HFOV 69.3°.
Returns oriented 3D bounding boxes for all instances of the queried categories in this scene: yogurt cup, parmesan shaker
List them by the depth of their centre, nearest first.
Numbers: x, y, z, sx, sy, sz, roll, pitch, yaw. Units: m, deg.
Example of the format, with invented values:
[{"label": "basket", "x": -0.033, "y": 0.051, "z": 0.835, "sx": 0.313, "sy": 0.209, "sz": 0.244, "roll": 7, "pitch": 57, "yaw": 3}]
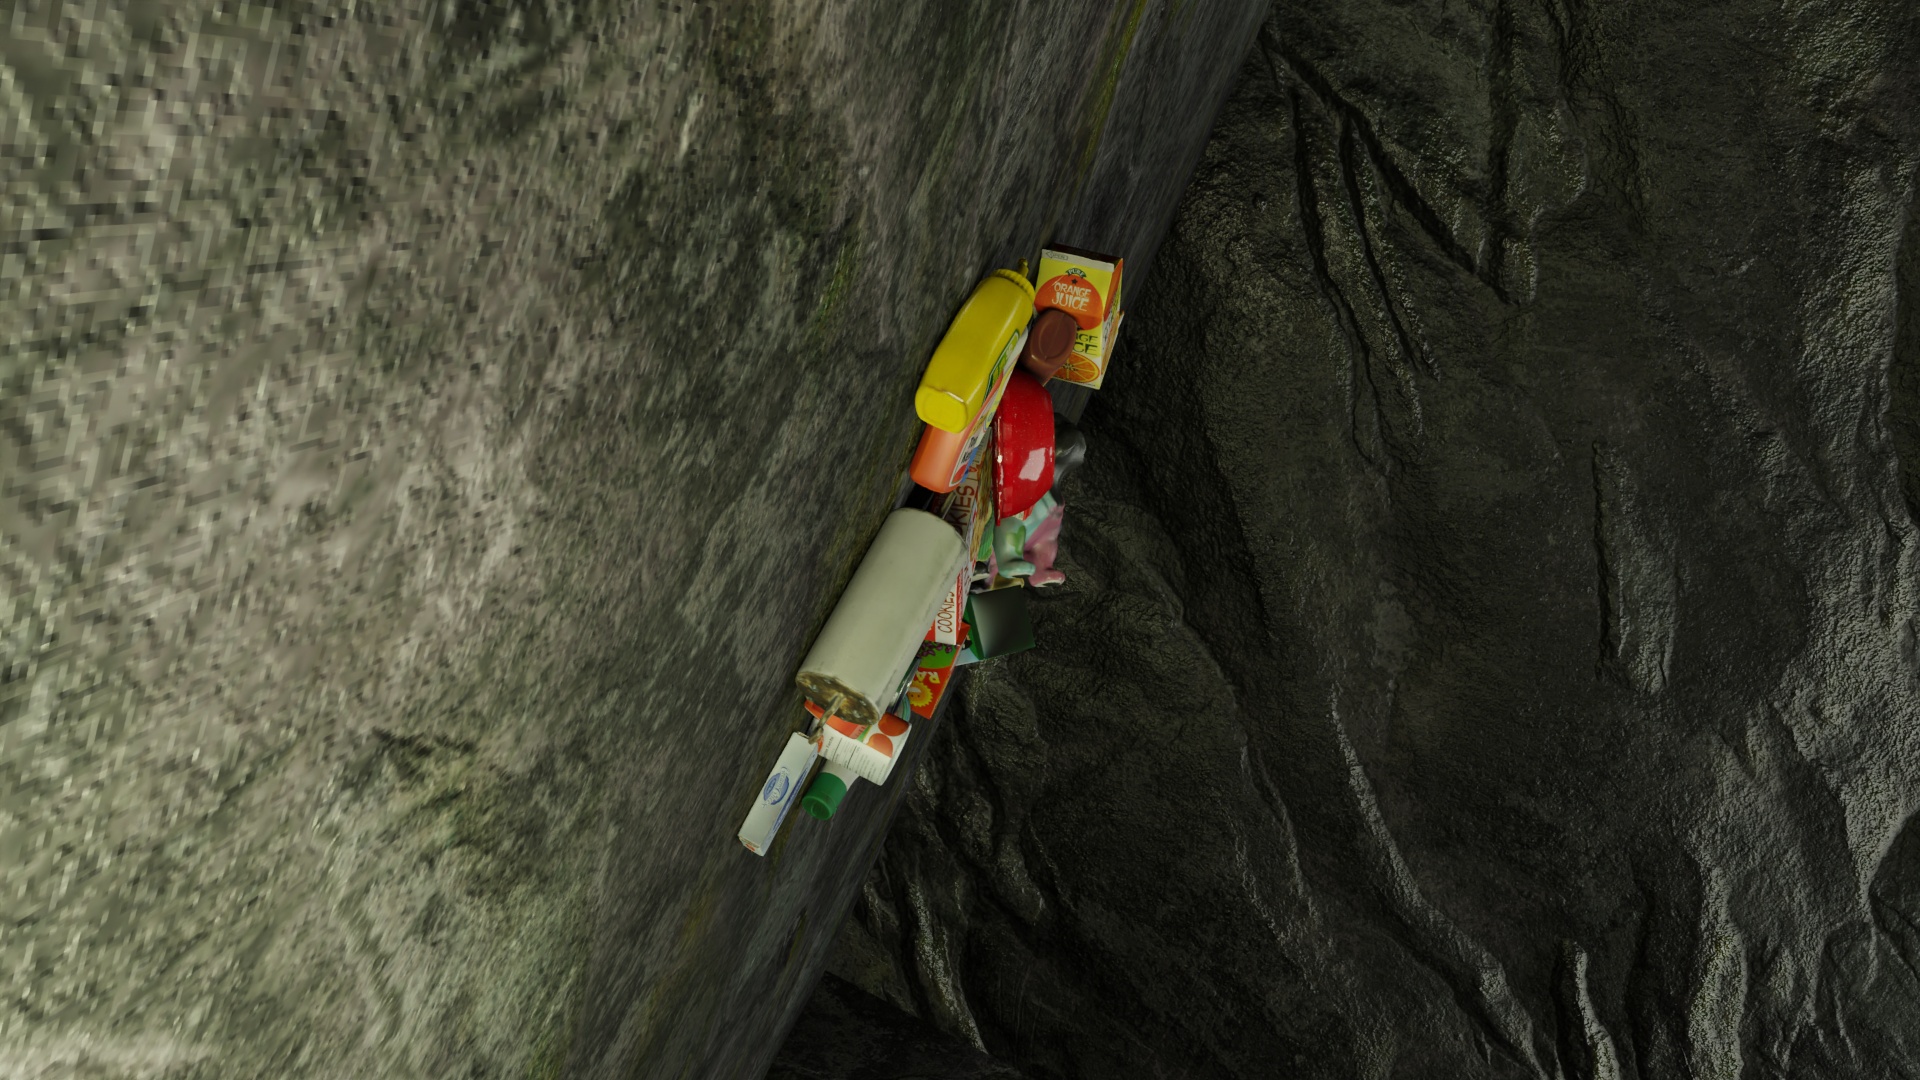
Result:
[{"label": "yogurt cup", "x": -0.098, "y": 0.134, "z": 1.194, "sx": 0.054, "sy": 0.072, "sz": 0.072, "roll": -56, "pitch": 174, "yaw": -3}, {"label": "parmesan shaker", "x": 0.005, "y": -0.018, "z": 1.428, "sx": 0.071, "sy": 0.071, "sz": 0.103, "roll": -63, "pitch": 175, "yaw": -14}]

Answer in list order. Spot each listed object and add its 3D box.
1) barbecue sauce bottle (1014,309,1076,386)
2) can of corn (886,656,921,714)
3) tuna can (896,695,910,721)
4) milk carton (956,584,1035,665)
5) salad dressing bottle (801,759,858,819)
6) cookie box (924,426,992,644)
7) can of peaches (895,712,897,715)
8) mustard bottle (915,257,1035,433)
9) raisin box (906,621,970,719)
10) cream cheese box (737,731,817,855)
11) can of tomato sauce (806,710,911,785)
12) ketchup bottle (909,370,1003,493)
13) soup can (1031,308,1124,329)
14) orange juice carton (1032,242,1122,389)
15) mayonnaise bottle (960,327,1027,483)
[{"label": "barbecue sauce bottle", "x": 0.070, "y": -0.172, "z": 1.381, "sx": 0.065, "sy": 0.044, "sz": 0.148, "roll": -68, "pitch": -172, "yaw": -21}, {"label": "can of corn", "x": -0.079, "y": 0.133, "z": 1.389, "sx": 0.071, "sy": 0.058, "sz": 0.071, "roll": -63, "pitch": 175, "yaw": -11}, {"label": "tuna can", "x": -0.087, "y": 0.185, "z": 1.499, "sx": 0.071, "sy": 0.071, "sz": 0.033, "roll": -64, "pitch": 173, "yaw": -8}, {"label": "milk carton", "x": -0.003, "y": 0.104, "z": 1.581, "sx": 0.072, "sy": 0.073, "sz": 0.190, "roll": -11, "pitch": 175, "yaw": -32}, {"label": "salad dressing bottle", "x": -0.126, "y": 0.244, "z": 1.541, "sx": 0.148, "sy": 0.044, "sz": 0.064, "roll": -58, "pitch": 173, "yaw": -45}, {"label": "cookie box", "x": -0.006, "y": -0.006, "z": 1.278, "sx": 0.122, "sy": 0.040, "sz": 0.168, "roll": 90, "pitch": 11, "yaw": -57}, {"label": "can of peaches", "x": -0.104, "y": 0.191, "z": 1.421, "sx": 0.071, "sy": 0.058, "sz": 0.071, "roll": -63, "pitch": 174, "yaw": -12}, {"label": "mustard bottle", "x": 0.019, "y": -0.155, "z": 1.035, "sx": 0.161, "sy": 0.049, "sz": 0.065, "roll": -62, "pitch": 176, "yaw": -26}, {"label": "raisin box", "x": -0.049, "y": 0.128, "z": 1.517, "sx": 0.040, "sy": 0.086, "sz": 0.122, "roll": -60, "pitch": 174, "yaw": -50}, {"label": "cream cheese box", "x": -0.158, "y": 0.221, "z": 1.211, "sx": 0.104, "sy": 0.024, "sz": 0.053, "roll": -62, "pitch": 176, "yaw": -20}, {"label": "can of tomato sauce", "x": -0.096, "y": 0.183, "z": 1.319, "sx": 0.071, "sy": 0.083, "sz": 0.071, "roll": -63, "pitch": 175, "yaw": -11}, {"label": "ketchup bottle", "x": 0.004, "y": -0.114, "z": 1.118, "sx": 0.065, "sy": 0.043, "sz": 0.148, "roll": -58, "pitch": 172, "yaw": -66}, {"label": "soup can", "x": 0.128, "y": -0.239, "z": 1.526, "sx": 0.071, "sy": 0.084, "sz": 0.071, "roll": -63, "pitch": 174, "yaw": -11}, {"label": "orange juice carton", "x": 0.117, "y": -0.233, "z": 1.391, "sx": 0.192, "sy": 0.072, "sz": 0.073, "roll": 78, "pitch": 28, "yaw": -69}, {"label": "mayonnaise bottle", "x": 0.012, "y": -0.119, "z": 1.184, "sx": 0.065, "sy": 0.041, "sz": 0.147, "roll": -58, "pitch": 172, "yaw": -62}]
